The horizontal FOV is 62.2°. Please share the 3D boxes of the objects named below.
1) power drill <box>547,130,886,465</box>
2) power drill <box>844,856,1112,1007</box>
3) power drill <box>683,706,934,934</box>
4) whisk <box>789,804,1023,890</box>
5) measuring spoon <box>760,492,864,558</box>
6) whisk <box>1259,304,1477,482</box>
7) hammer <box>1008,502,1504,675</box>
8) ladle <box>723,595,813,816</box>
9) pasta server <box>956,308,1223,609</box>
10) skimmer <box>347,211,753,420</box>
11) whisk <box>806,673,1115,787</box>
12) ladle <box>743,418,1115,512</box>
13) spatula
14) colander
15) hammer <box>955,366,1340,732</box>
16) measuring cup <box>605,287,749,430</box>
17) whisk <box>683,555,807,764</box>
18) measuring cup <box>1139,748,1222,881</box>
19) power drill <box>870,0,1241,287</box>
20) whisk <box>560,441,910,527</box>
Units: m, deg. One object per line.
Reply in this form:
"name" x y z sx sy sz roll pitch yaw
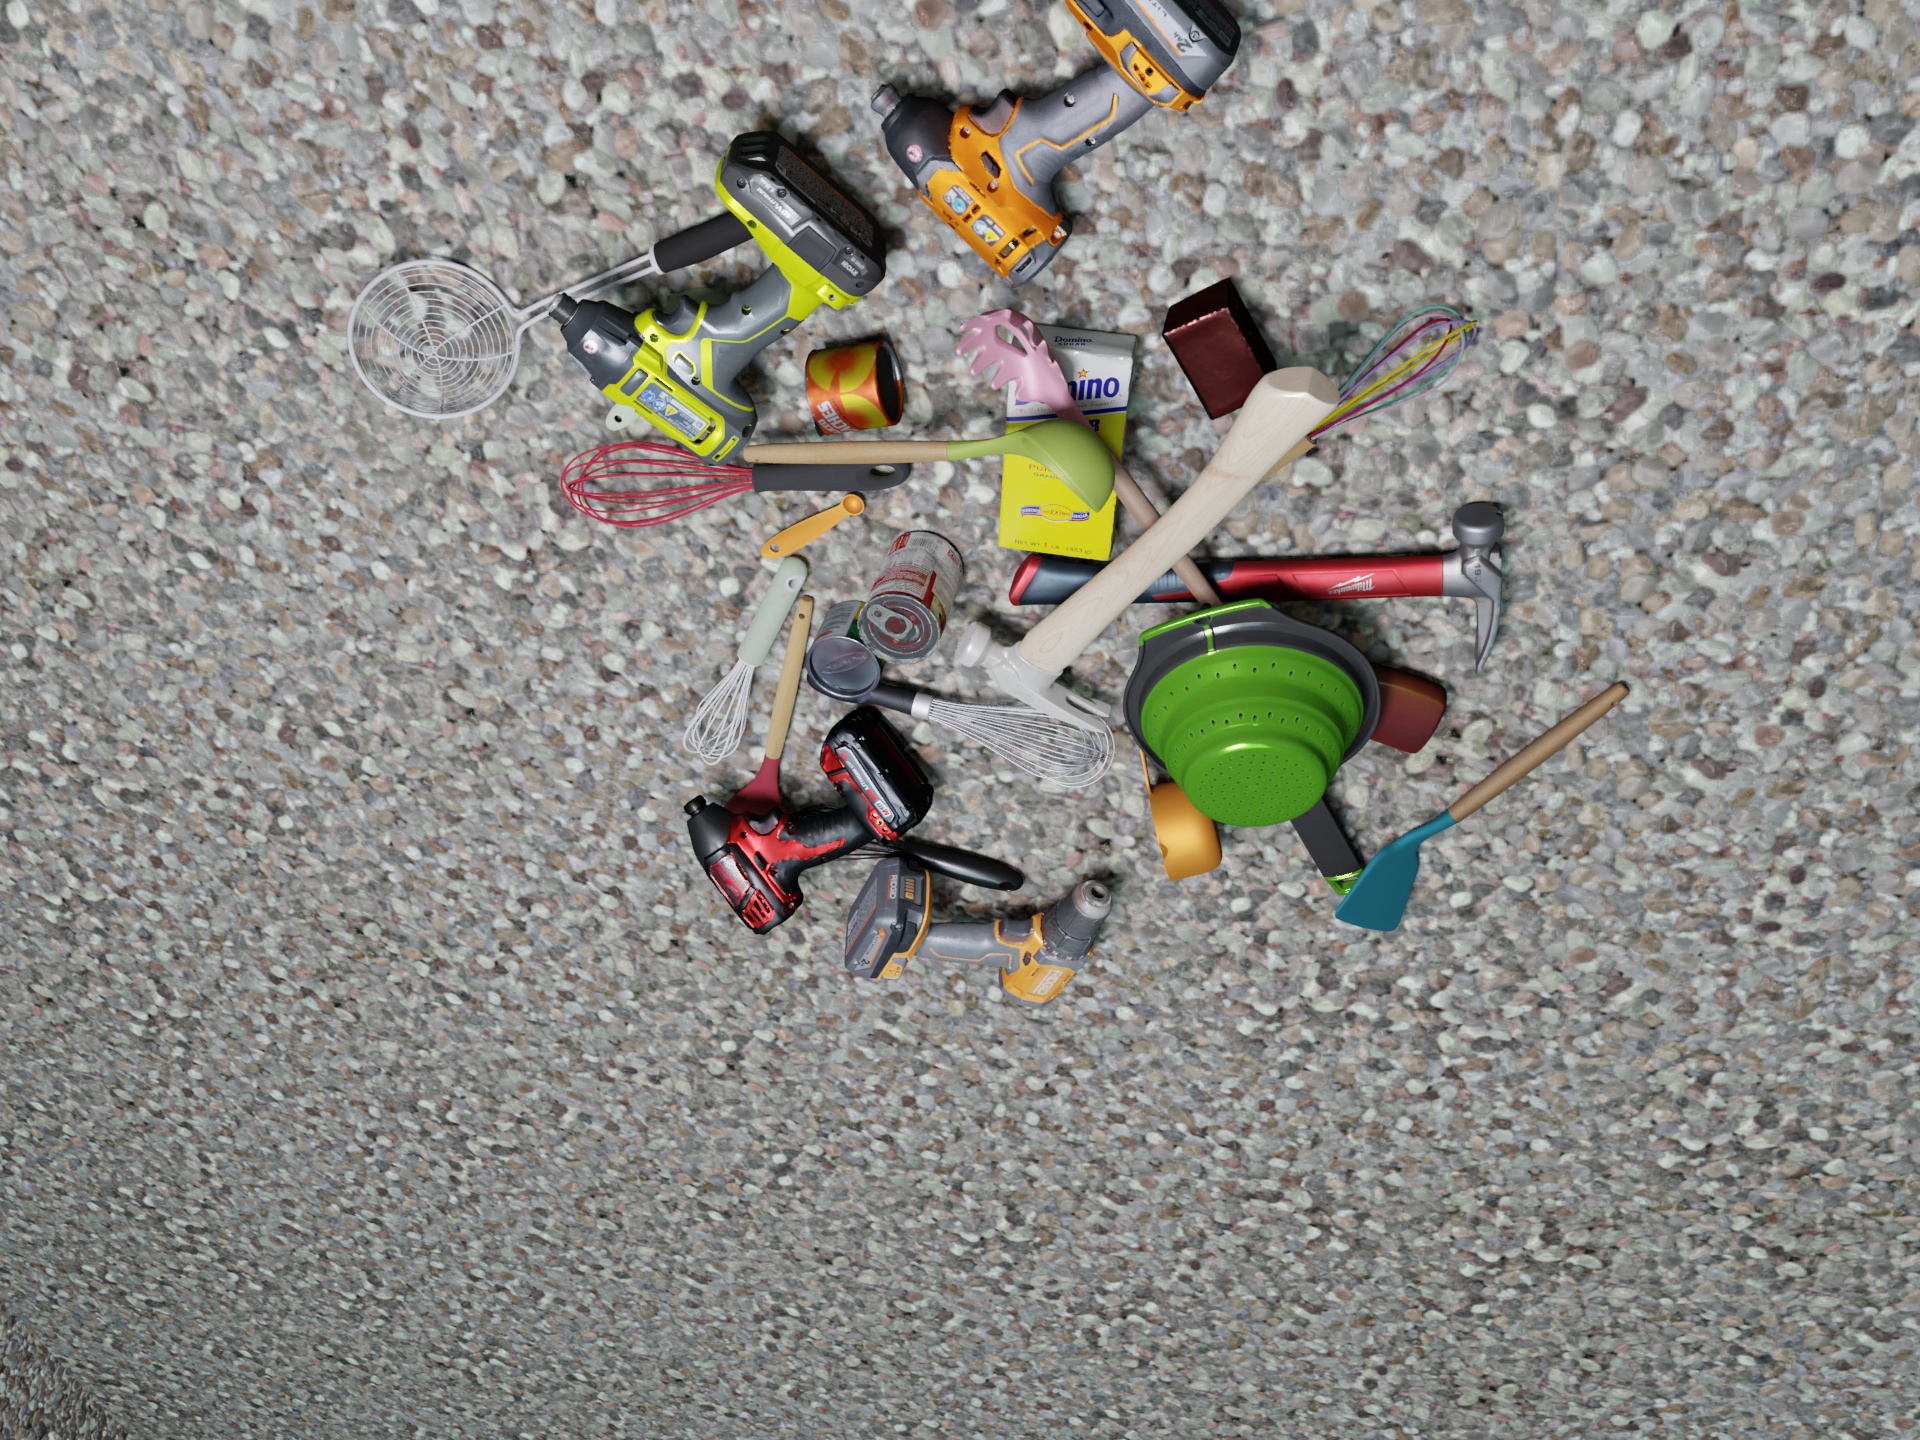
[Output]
"power drill" -0.176 -0.306 1.153 0.171 0.080 0.223 35 122 -28
"power drill" 0.021 0.195 1.510 0.226 0.084 0.185 14 140 -15
"power drill" -0.147 0.088 1.457 0.219 0.078 0.143 -35 95 20
"whisk" -0.055 0.128 1.529 0.239 0.055 0.055 15 130 -3
"measuring spoon" -0.125 -0.164 1.342 0.117 0.011 0.021 -24 118 33
"whisk" 0.271 -0.224 1.170 0.051 0.047 0.245 42 129 -20
"hammer" 0.232 -0.099 1.281 0.386 0.038 0.143 0 129 15
"ladle" -0.172 0.012 1.480 0.069 0.031 0.315 17 128 -1
"pasta server" 0.108 -0.186 1.188 0.060 0.040 0.316 -15 127 42
"skimmer" -0.294 -0.330 1.200 0.363 0.090 0.127 -15 90 22
"whisk" -0.002 -0.006 1.407 0.284 0.070 0.070 16 130 9
"ladle" -0.033 -0.191 1.192 0.320 0.062 0.078 5 163 28
"spatula" 0.447 0.075 1.359 0.082 0.044 0.317 17 133 -32
"colander" 0.269 0.066 1.312 0.204 0.095 0.396 -16 136 23
"hammer" 0.151 -0.120 1.202 0.146 0.038 0.410 28 142 -14
"measuring cup" -0.234 -0.273 1.262 0.167 0.038 0.083 -33 114 31
"whisk" -0.191 -0.052 1.426 0.057 0.059 0.246 2 135 -36
"measuring cup" 0.191 0.055 1.398 0.052 0.095 0.173 -12 104 9
"power drill" 0.053 -0.415 1.053 0.164 0.084 0.226 40 130 -16
"whisk" -0.187 -0.197 1.302 0.296 0.073 0.073 -2 127 8
